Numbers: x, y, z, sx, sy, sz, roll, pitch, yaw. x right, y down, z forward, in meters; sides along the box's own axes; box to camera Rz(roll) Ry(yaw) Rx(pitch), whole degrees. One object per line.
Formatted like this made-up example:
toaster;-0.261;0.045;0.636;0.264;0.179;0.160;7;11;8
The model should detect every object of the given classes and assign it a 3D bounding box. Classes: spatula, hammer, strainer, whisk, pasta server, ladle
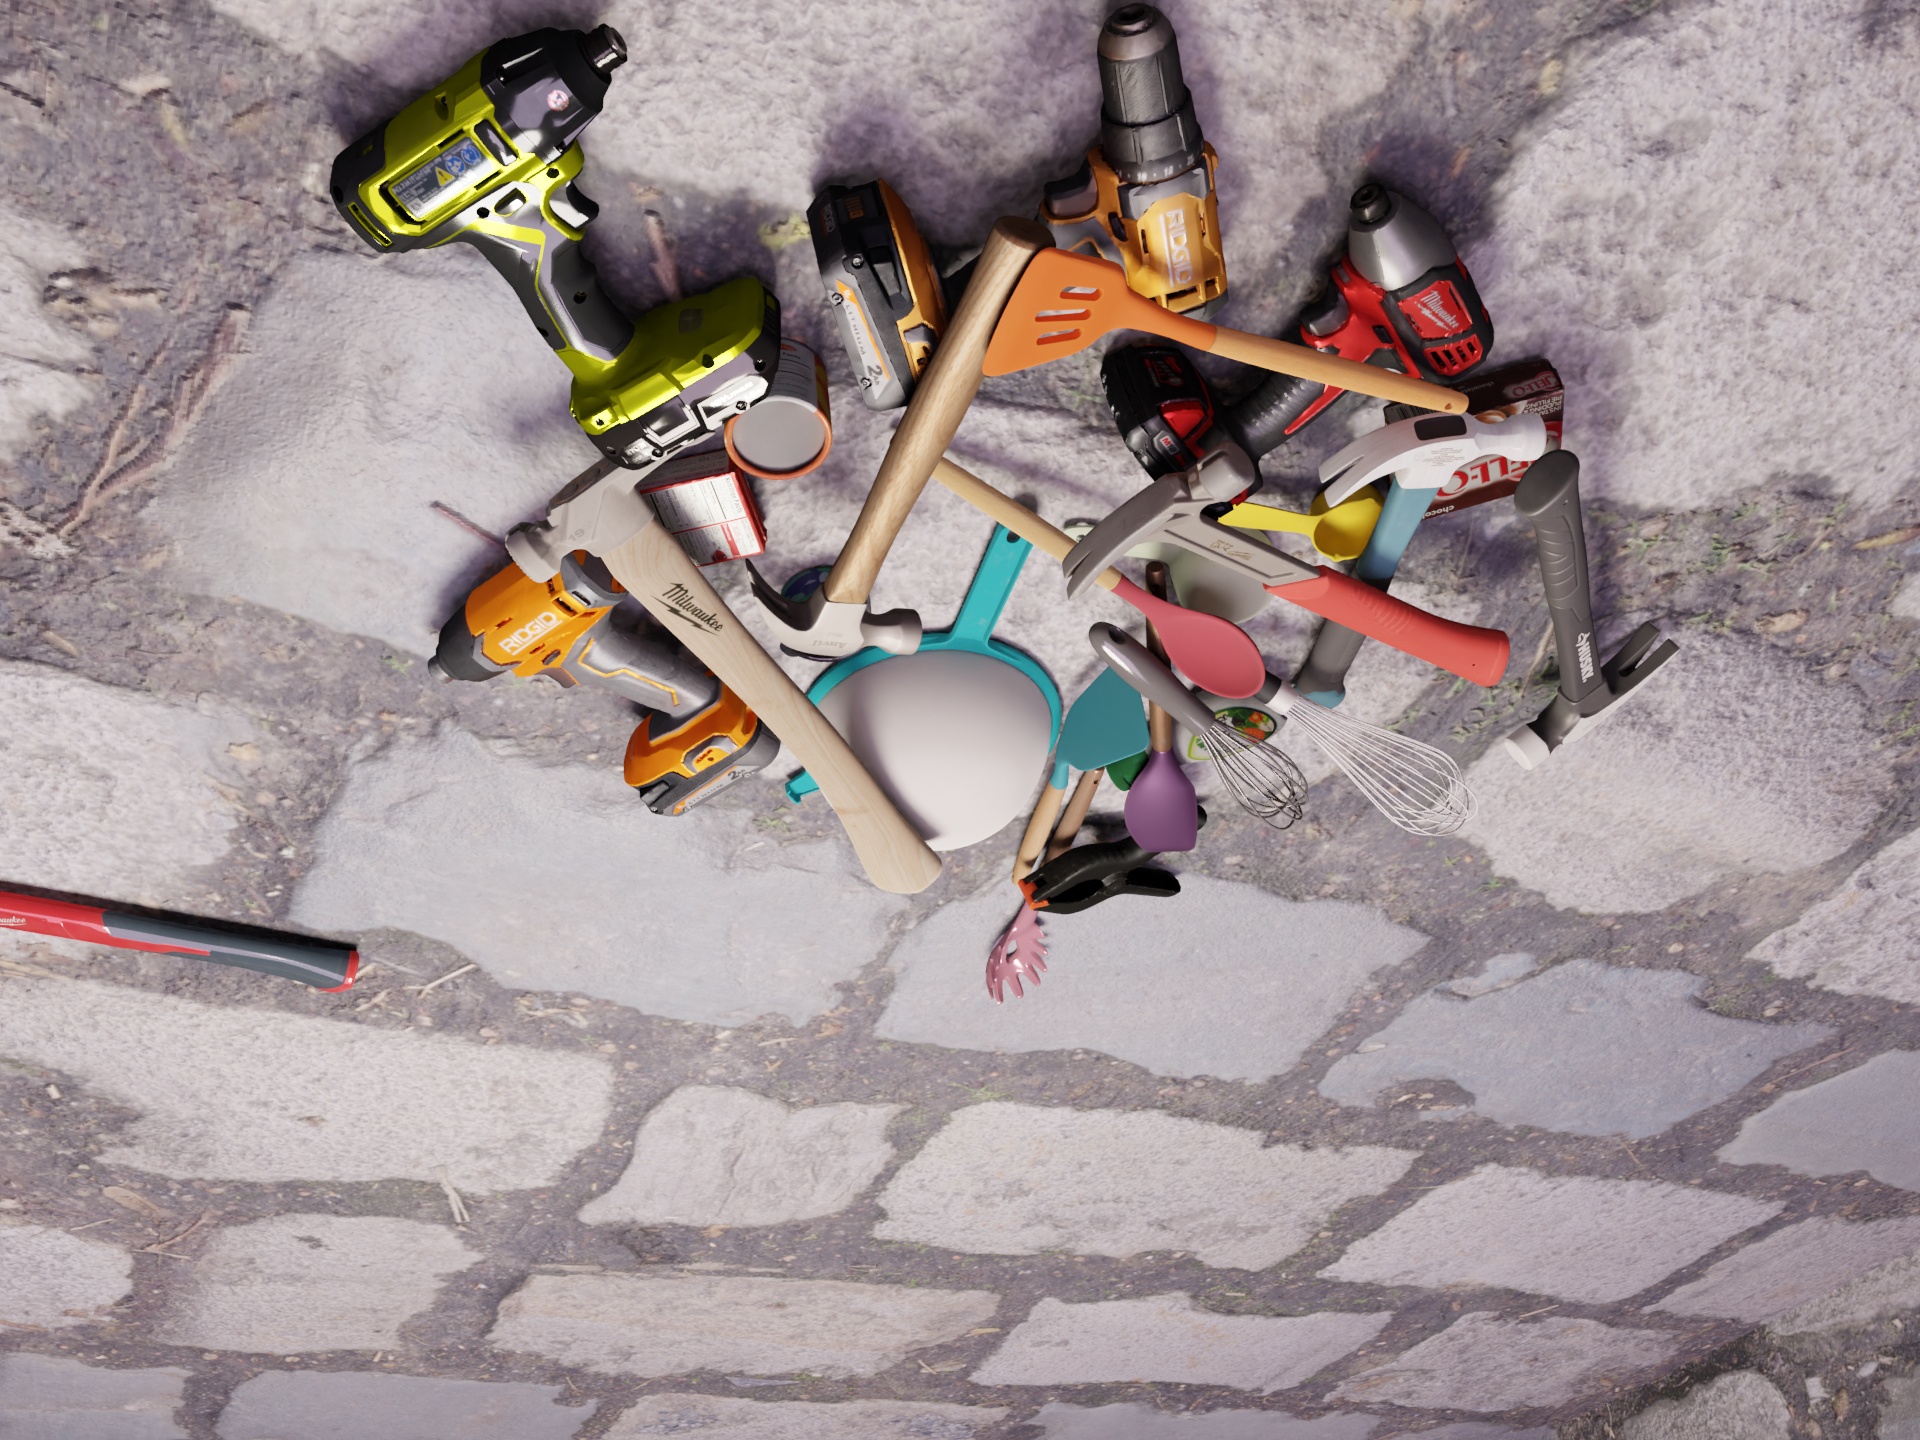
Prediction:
spatula;0.085;0.063;1.290;0.044;0.082;0.317;-4;150;-13
hammer;-0.032;-0.150;0.925;0.130;0.031;0.331;1;142;-28
strainer;-0.002;-0.004;1.180;0.211;0.095;0.340;7;139;-17
hammer;-0.119;-0.020;1.084;0.146;0.038;0.410;-34;126;5
whisk;0.268;0.000;1.199;0.284;0.070;0.070;32;130;-5
pasta server;0.078;0.148;1.413;0.060;0.040;0.316;-11;142;-28
hammer;0.442;-0.085;1.141;0.146;0.035;0.334;-37;143;2
spatula;0.164;-0.206;0.902;0.322;0.041;0.081;7;135;-24
hammer;-0.691;0.162;1.303;0.386;0.038;0.143;15;133;-25
hammer;0.290;-0.099;1.121;0.128;0.033;0.330;-3;150;-6
hammer;0.243;-0.080;1.074;0.358;0.037;0.149;18;142;-35
spatula;0.151;0.002;1.214;0.060;0.018;0.315;-2;136;7
ladle;0.083;-0.106;1.078;0.315;0.031;0.069;31;145;-20
whisk;0.176;0.004;1.166;0.055;0.055;0.238;-36;118;29

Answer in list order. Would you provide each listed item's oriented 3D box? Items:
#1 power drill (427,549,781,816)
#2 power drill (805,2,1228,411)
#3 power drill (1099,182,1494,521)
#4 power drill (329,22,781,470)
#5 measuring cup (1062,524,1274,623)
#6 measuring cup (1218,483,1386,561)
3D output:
power drill;-0.253;-0.026;1.127;0.164;0.084;0.226;-29;131;23
power drill;0.032;-0.279;0.882;0.226;0.084;0.185;-16;139;3
power drill;0.204;-0.226;0.975;0.219;0.079;0.143;-30;136;19
power drill;-0.202;-0.257;0.871;0.171;0.080;0.223;-25;134;19
measuring cup;0.150;-0.108;1.127;0.167;0.038;0.083;9;137;-20
measuring cup;0.224;-0.148;1.106;0.156;0.029;0.062;7;140;-10
